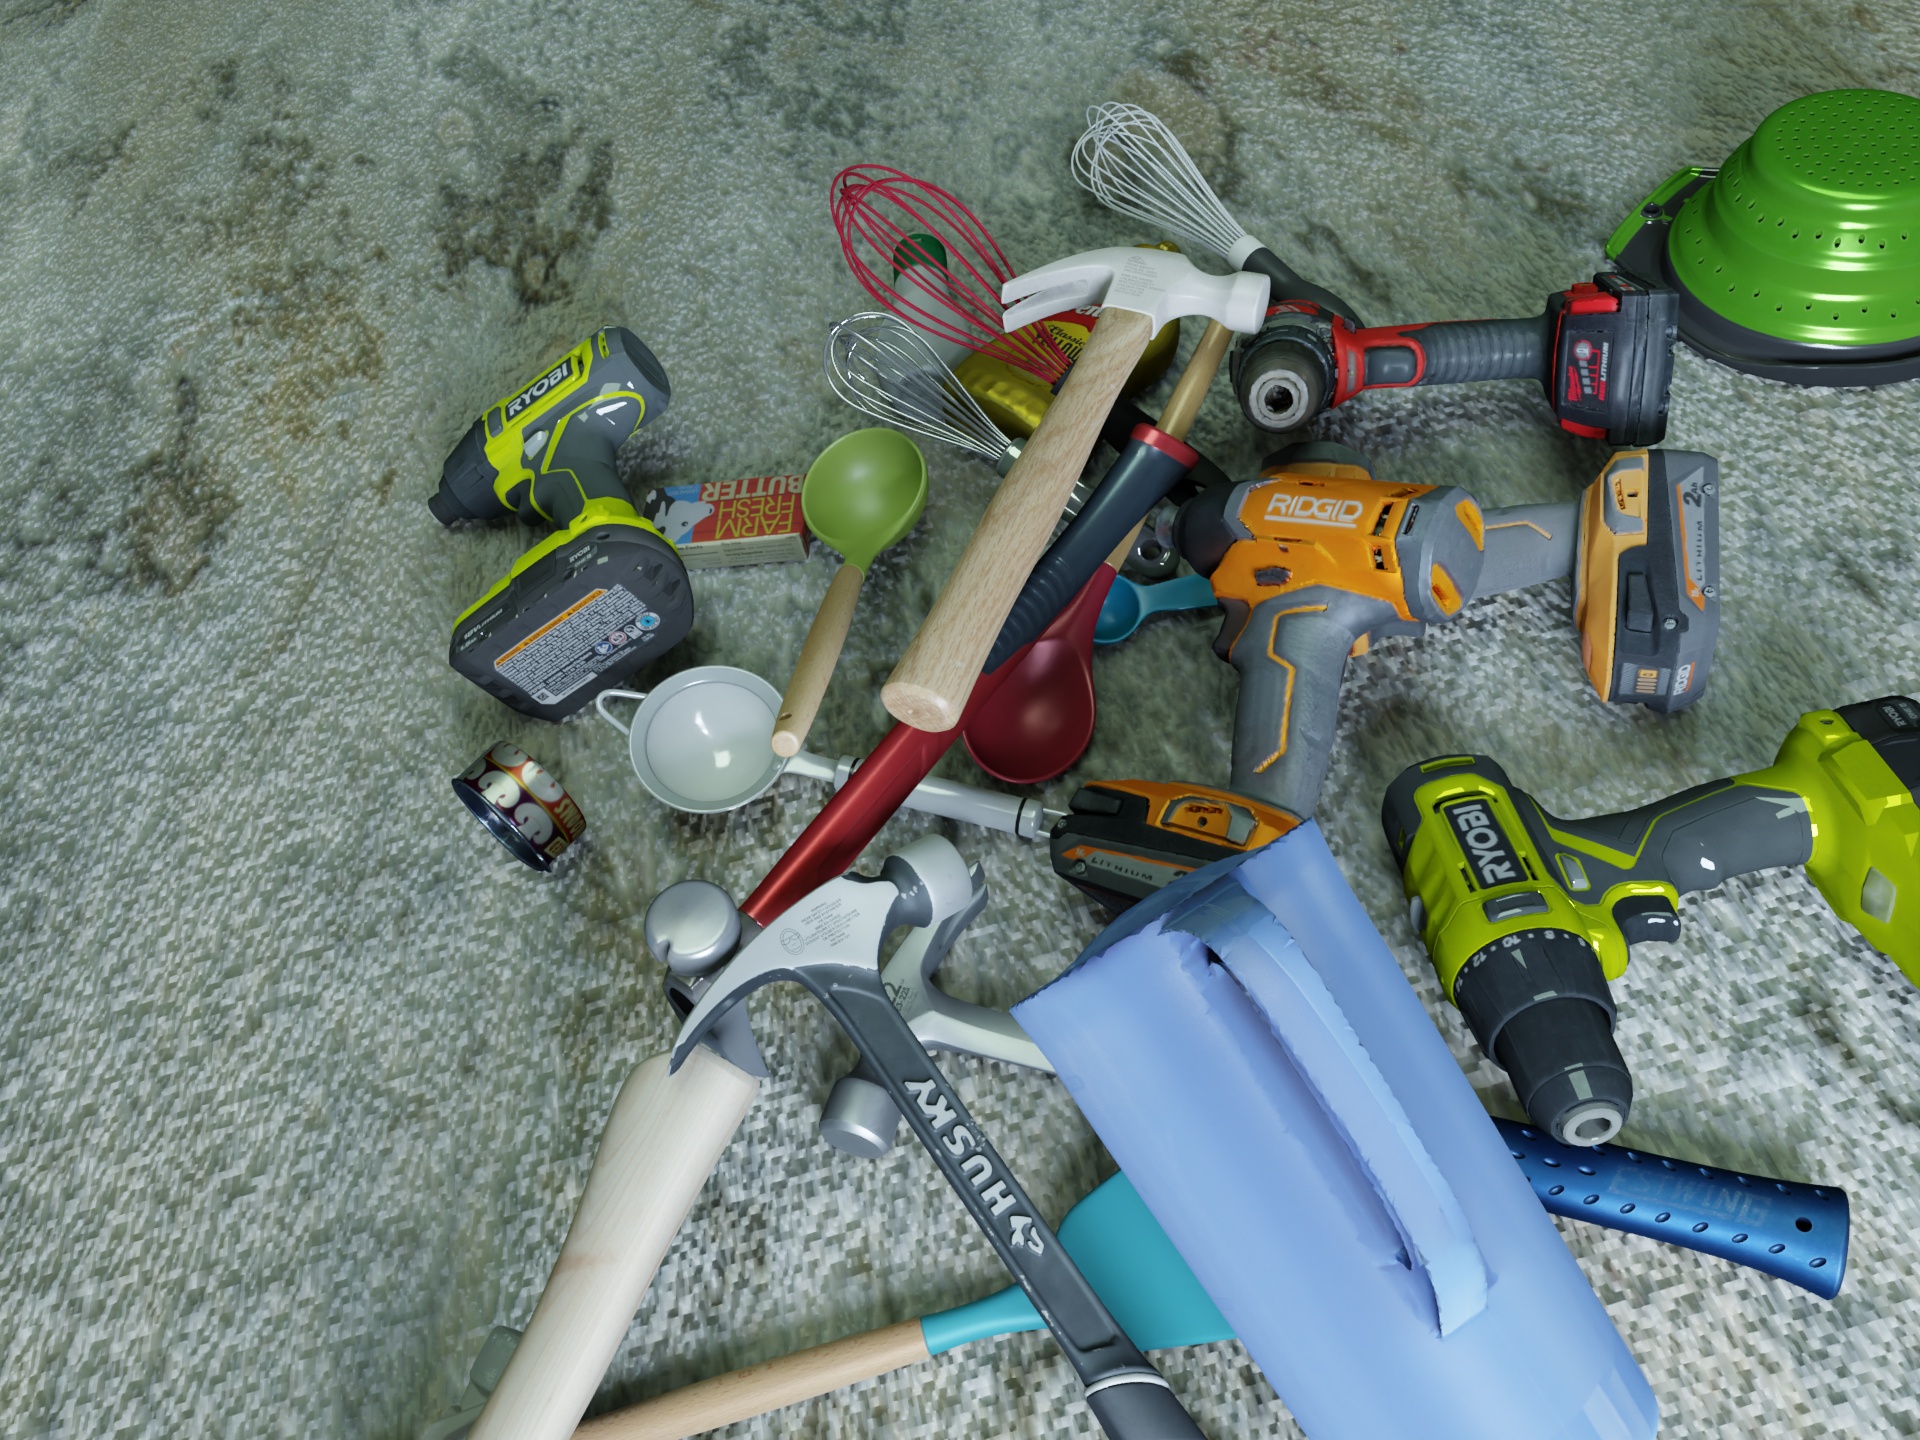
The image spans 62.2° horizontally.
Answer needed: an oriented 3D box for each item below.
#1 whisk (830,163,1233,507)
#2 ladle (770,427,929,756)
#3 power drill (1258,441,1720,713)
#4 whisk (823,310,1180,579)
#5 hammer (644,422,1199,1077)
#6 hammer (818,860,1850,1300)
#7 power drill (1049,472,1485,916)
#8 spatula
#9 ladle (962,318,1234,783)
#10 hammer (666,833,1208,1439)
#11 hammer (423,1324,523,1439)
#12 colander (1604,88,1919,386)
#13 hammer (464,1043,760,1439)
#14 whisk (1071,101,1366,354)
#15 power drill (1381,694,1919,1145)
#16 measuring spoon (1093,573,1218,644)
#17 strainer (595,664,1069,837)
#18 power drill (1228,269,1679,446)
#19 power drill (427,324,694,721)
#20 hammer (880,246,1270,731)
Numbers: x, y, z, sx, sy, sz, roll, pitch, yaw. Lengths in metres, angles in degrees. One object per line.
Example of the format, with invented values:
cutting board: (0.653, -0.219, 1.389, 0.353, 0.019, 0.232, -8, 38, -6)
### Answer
whisk: (0.043, -0.206, 0.890, 0.296, 0.073, 0.073, 39, 65, -3)
ladle: (-0.065, -0.074, 0.816, 0.078, 0.062, 0.320, -16, 25, 13)
power drill: (0.250, -0.053, 0.793, 0.226, 0.084, 0.185, 3, 61, 19)
whisk: (0.021, -0.155, 0.901, 0.246, 0.059, 0.058, 36, 88, 10)
hammer: (-0.001, -0.002, 0.766, 0.038, 0.143, 0.386, 29, 63, 22)
hammer: (0.148, 0.161, 0.676, 0.405, 0.035, 0.144, 10, 56, 19)
power drill: (0.129, -0.013, 0.740, 0.164, 0.084, 0.226, 14, 74, 42)
spatula: (-0.041, 0.253, 0.640, 0.317, 0.044, 0.082, -18, 64, -1)
ladle: (0.087, -0.105, 0.850, 0.069, 0.031, 0.315, 26, 77, 2)
hammer: (0.045, 0.229, 0.580, 0.149, 0.036, 0.409, -25, 66, -29)
hammer: (-0.058, 0.357, 0.562, 0.359, 0.036, 0.149, 17, 69, 20)
colander: (0.562, -0.254, 0.869, 0.397, 0.094, 0.204, 34, 66, 31)
hammer: (-0.181, 0.311, 0.574, 0.146, 0.038, 0.411, 22, 71, 21)
whisk: (0.166, -0.317, 1.030, 0.070, 0.070, 0.285, -31, 59, -12)
power drill: (0.309, 0.078, 0.663, 0.228, 0.080, 0.191, -11, 38, 4)
measuring spoon: (0.119, -0.065, 0.871, 0.128, 0.021, 0.042, -9, 72, -7)
strainer: (-0.066, 0.028, 0.821, 0.258, 0.050, 0.087, 13, 63, 14)
power drill: (0.257, -0.191, 0.855, 0.227, 0.080, 0.188, 2, 21, 14)
power drill: (-0.240, -0.115, 0.932, 0.171, 0.080, 0.223, -32, 47, 14)
hammer: (0.041, -0.125, 0.766, 0.130, 0.031, 0.331, 16, 54, 17)
